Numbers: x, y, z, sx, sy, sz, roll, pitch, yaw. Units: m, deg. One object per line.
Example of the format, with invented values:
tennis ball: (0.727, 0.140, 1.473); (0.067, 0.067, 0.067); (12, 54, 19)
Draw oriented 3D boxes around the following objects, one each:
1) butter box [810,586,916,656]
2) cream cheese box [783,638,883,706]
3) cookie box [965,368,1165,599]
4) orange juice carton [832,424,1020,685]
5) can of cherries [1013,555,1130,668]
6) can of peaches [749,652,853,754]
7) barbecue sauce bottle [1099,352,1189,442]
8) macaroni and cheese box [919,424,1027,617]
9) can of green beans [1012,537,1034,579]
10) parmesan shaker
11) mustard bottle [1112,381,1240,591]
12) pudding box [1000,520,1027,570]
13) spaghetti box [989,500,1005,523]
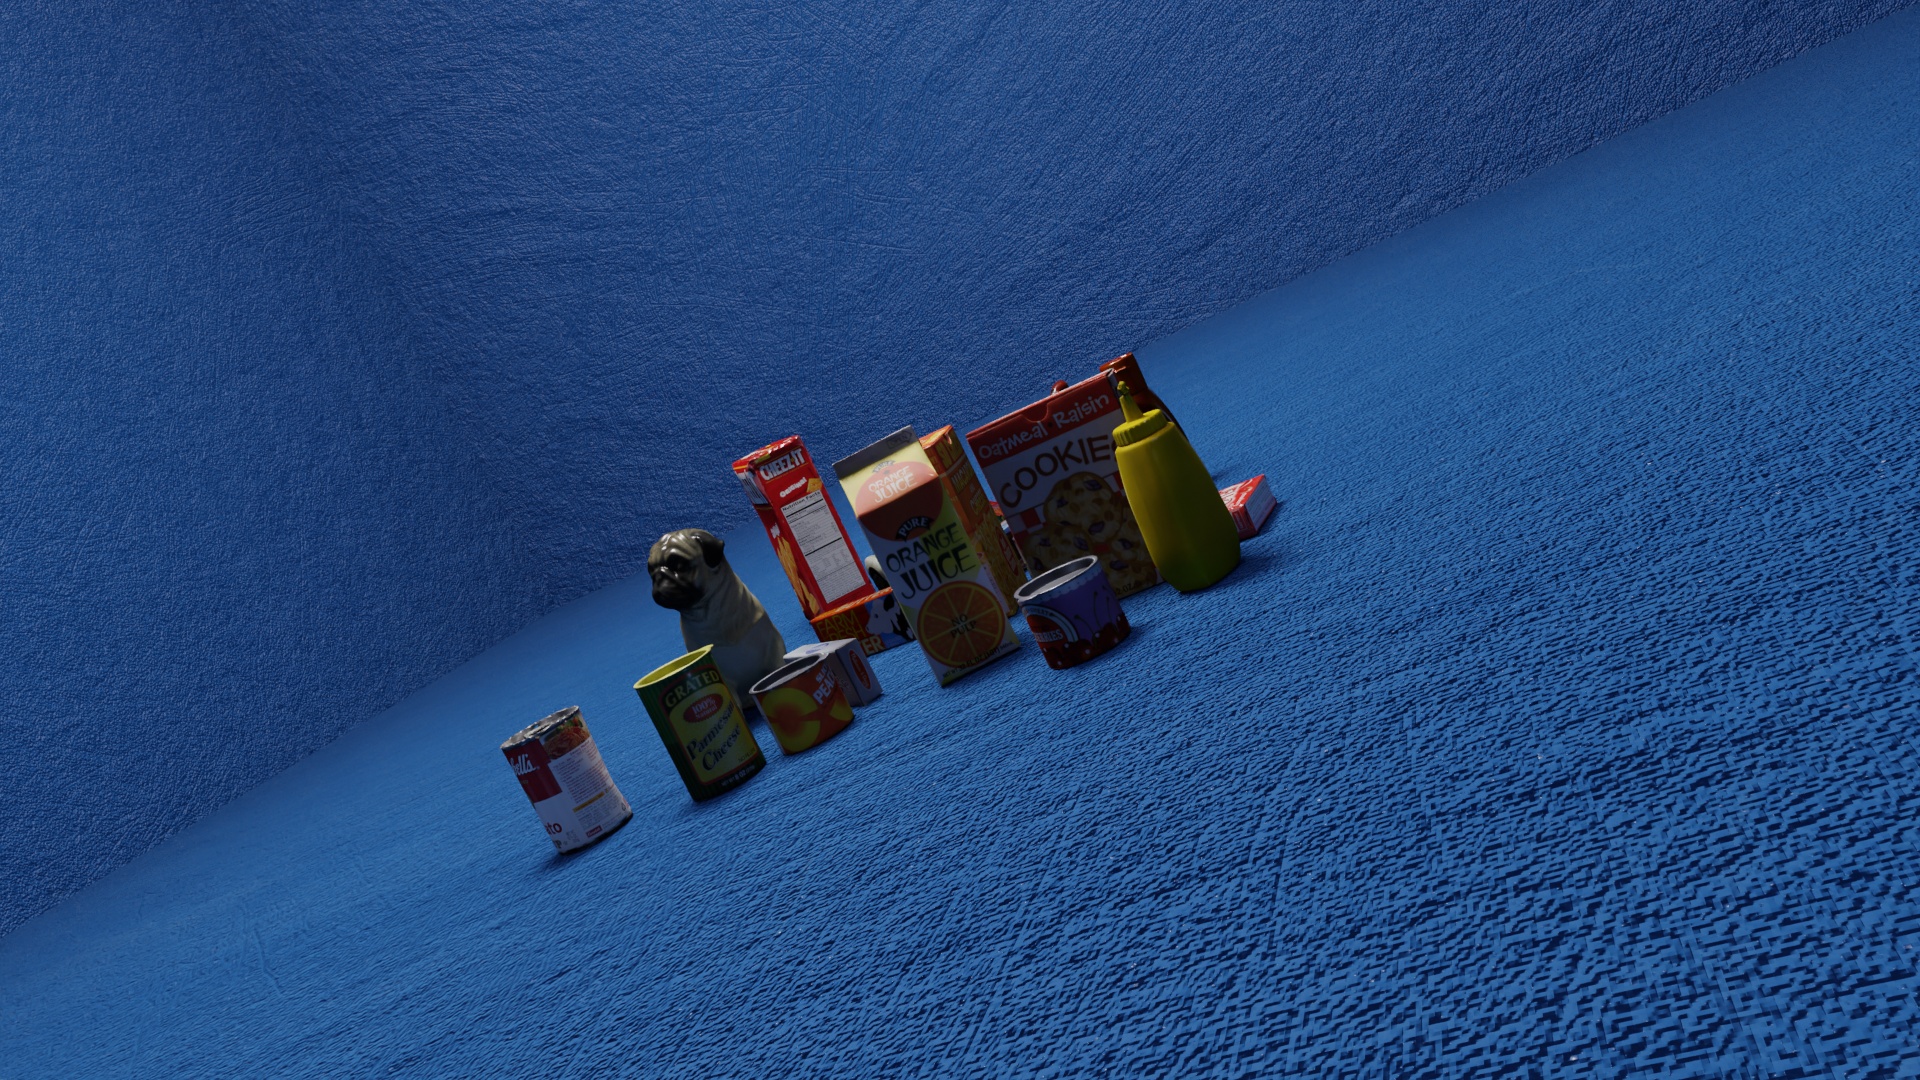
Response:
butter box: (-0.089, 0.081, 1.322); (0.103, 0.053, 0.024); (-21, 9, 28)
cream cheese box: (-0.109, 0.114, 1.179); (0.024, 0.053, 0.103); (-31, 10, -32)
cookie box: (0.096, -0.034, 1.085); (0.123, 0.167, 0.040); (-23, 8, 19)
orange juice carton: (-0.028, 0.010, 1.096); (0.072, 0.192, 0.073); (-26, 8, -3)
can of cherries: (0.078, 0.052, 0.985); (0.071, 0.058, 0.071); (-25, 8, 4)
can of peaches: (-0.124, 0.130, 1.109); (0.071, 0.058, 0.071); (-25, 8, 4)
barbecue sauce bottle: (0.184, -0.111, 1.372); (0.065, 0.148, 0.044); (-25, 8, 7)
macaroni and cheese box: (0.004, -0.016, 1.251); (0.040, 0.166, 0.124); (-24, 8, 12)
can of green beans: (0.087, 0.010, 1.221); (0.071, 0.057, 0.071); (-25, 8, 4)
parmesan shaker: (-0.202, 0.144, 1.098); (0.071, 0.103, 0.071); (-25, 8, 4)
mustard bottle: (0.149, -0.044, 1.012); (0.065, 0.160, 0.048); (-32, 10, -40)
pudding box: (0.059, 0.001, 1.393); (0.030, 0.049, 0.084); (-19, 10, 40)
spaghetti box: (0.038, -0.017, 1.569); (0.029, 0.050, 0.250); (-27, 8, -10)
